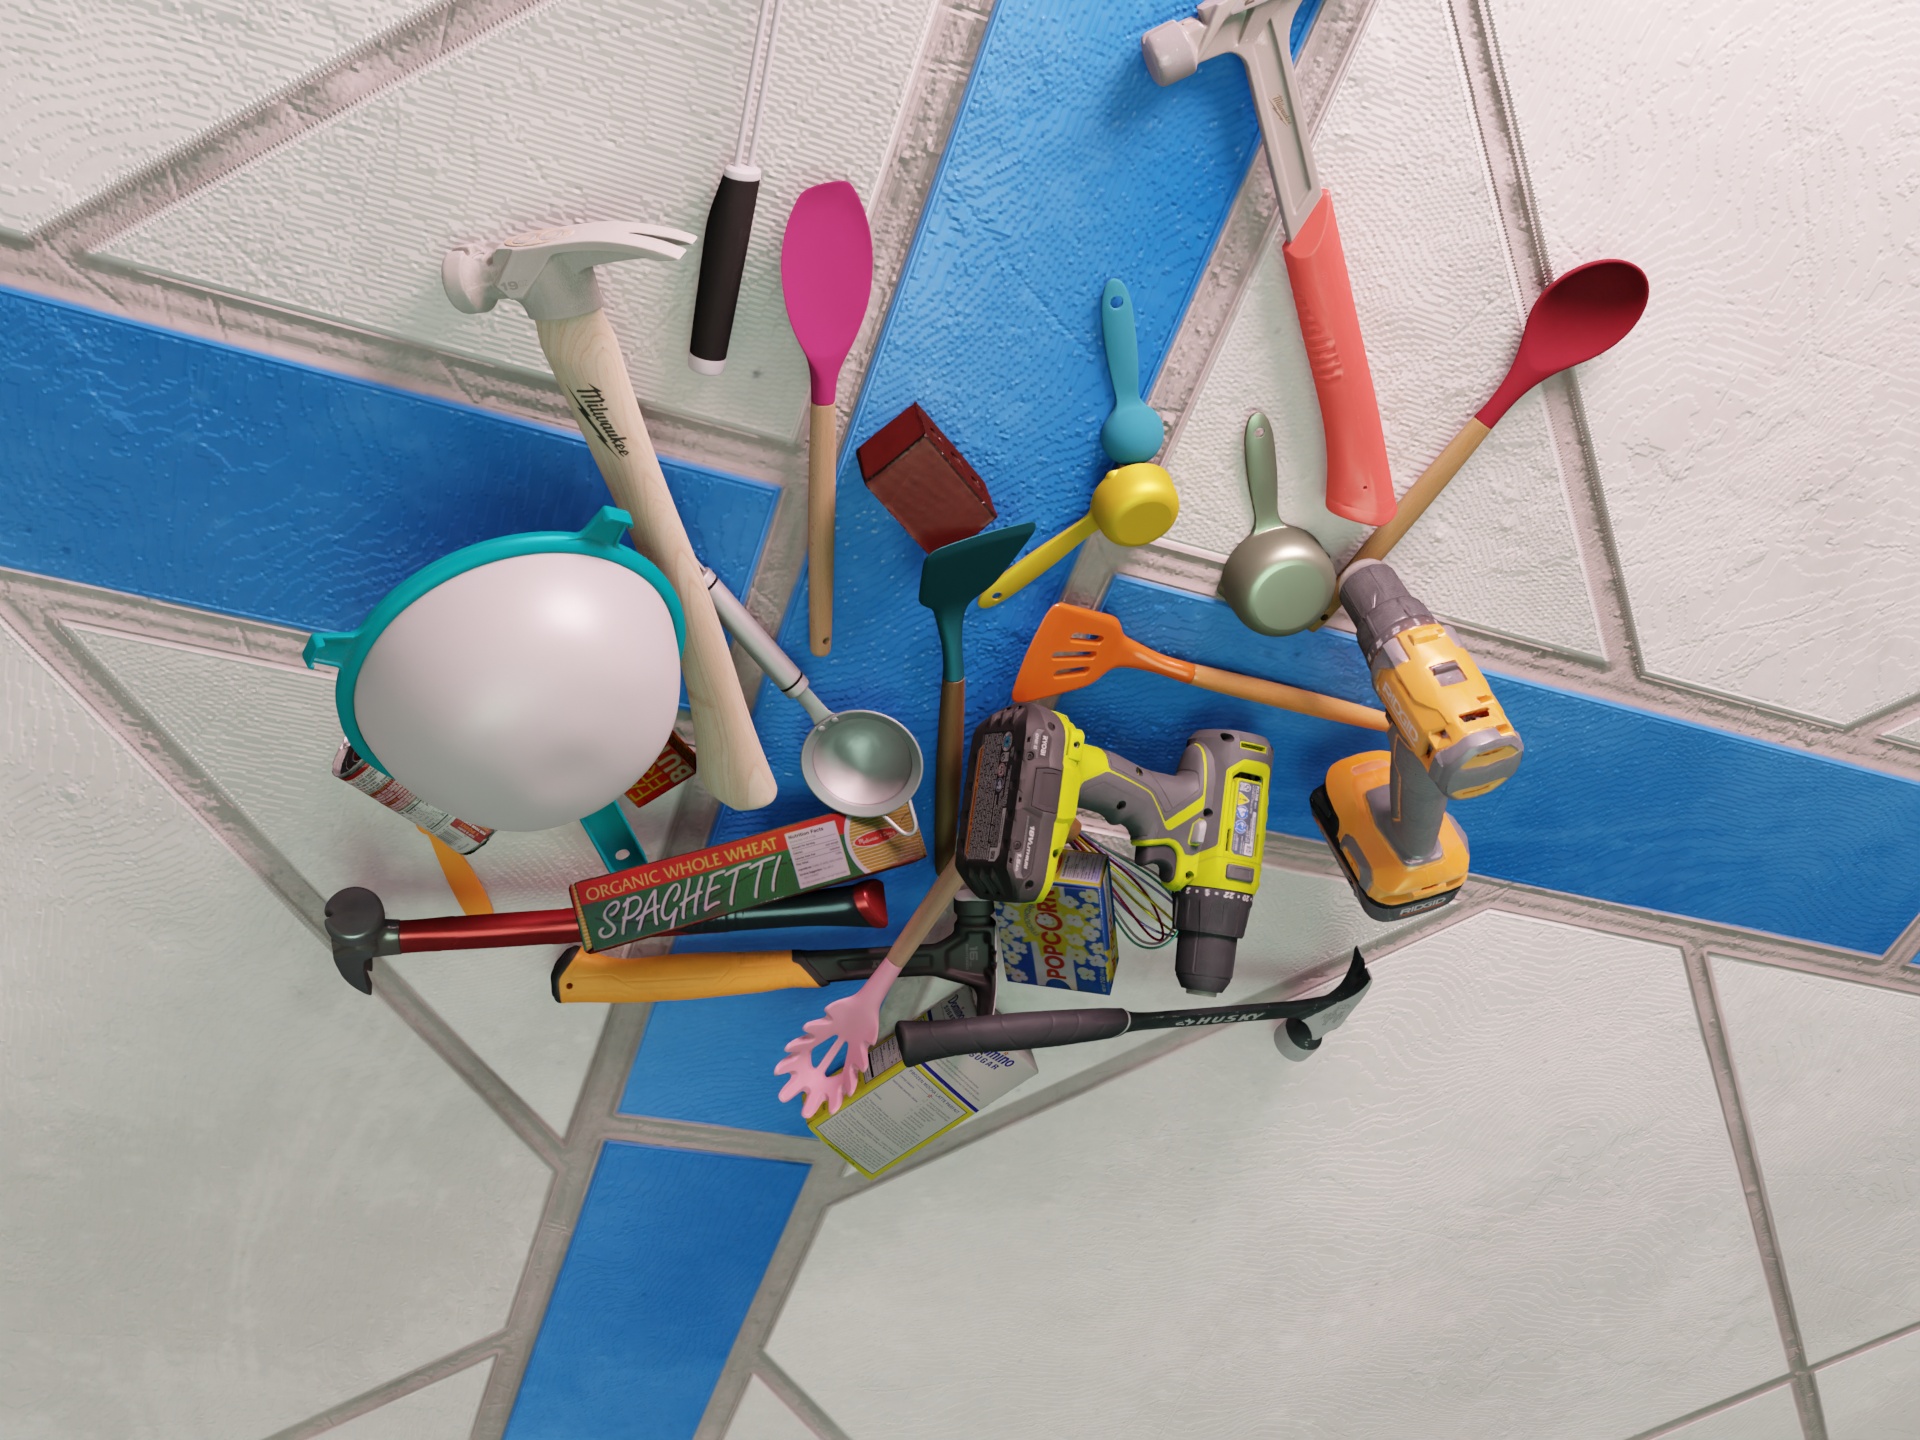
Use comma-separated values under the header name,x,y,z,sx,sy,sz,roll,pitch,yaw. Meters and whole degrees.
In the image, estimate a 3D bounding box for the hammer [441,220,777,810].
name,x,y,z,sx,sy,sz,roll,pitch,yaw
hammer,-0.176,-0.107,0.990,0.146,0.038,0.410,-2,128,17

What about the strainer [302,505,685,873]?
name,x,y,z,sx,sy,sz,roll,pitch,yaw
strainer,-0.241,0.035,0.989,0.211,0.095,0.340,-26,144,-10

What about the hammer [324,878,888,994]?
name,x,y,z,sx,sy,sz,roll,pitch,yaw
hammer,-0.245,0.151,1.150,0.386,0.038,0.143,-2,155,-15

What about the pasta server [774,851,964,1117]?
name,x,y,z,sx,sy,sz,roll,pitch,yaw
pasta server,-0.035,0.157,1.163,0.060,0.040,0.316,35,102,4

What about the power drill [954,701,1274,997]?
name,x,y,z,sx,sy,sz,roll,pitch,yaw
power drill,0.116,0.088,1.117,0.228,0.080,0.190,13,81,-27

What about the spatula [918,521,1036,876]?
name,x,y,z,sx,sy,sz,roll,pitch,yaw
spatula,-0.002,-0.004,1.109,0.082,0.044,0.317,-19,133,-26

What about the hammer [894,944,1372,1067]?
name,x,y,z,sx,sy,sz,roll,pitch,yaw
hammer,0.139,0.233,1.236,0.408,0.036,0.149,0,143,-25

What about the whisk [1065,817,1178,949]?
name,x,y,z,sx,sy,sz,roll,pitch,yaw
whisk,0.095,0.098,1.208,0.051,0.047,0.244,-38,118,16

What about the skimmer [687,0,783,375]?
name,x,y,z,sx,sy,sz,roll,pitch,yaw
skimmer,-0.090,-0.341,0.846,0.127,0.090,0.363,-15,135,-41

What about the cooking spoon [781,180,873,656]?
name,x,y,z,sx,sy,sz,roll,pitch,yaw
cooking spoon,-0.087,-0.176,0.995,0.069,0.017,0.318,-26,135,-36

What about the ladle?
name,x,y,z,sx,sy,sz,roll,pitch,yaw
ladle,0.338,-0.180,1.077,0.069,0.031,0.315,27,116,-23

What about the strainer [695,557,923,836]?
name,x,y,z,sx,sy,sz,roll,pitch,yaw
strainer,-0.107,-0.020,1.087,0.087,0.050,0.258,-30,118,18

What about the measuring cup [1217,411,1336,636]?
name,x,y,z,sx,sy,sz,roll,pitch,yaw
measuring cup,0.214,-0.128,1.078,0.083,0.038,0.167,-16,127,-1

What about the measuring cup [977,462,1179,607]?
name,x,y,z,sx,sy,sz,roll,pitch,yaw
measuring cup,0.078,-0.113,1.062,0.156,0.029,0.062,-35,141,16

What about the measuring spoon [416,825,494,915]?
name,x,y,z,sx,sy,sz,roll,pitch,yaw
measuring spoon,-0.361,0.111,1.140,0.021,0.011,0.116,-16,125,0

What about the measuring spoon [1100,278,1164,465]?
name,x,y,z,sx,sy,sz,roll,pitch,yaw
measuring spoon,0.106,-0.216,1.008,0.042,0.021,0.128,-14,127,-2

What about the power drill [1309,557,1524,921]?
name,x,y,z,sx,sy,sz,roll,pitch,yaw
power drill,0.304,0.014,1.111,0.084,0.186,0.226,-15,143,-9

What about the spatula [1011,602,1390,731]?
name,x,y,z,sx,sy,sz,roll,pitch,yaw
spatula,0.189,-0.023,1.143,0.322,0.041,0.081,12,119,-20

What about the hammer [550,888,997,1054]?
name,x,y,z,sx,sy,sz,roll,pitch,yaw
hammer,-0.139,0.198,1.211,0.337,0.034,0.127,-2,99,-7

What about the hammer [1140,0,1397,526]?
name,x,y,z,sx,sy,sz,roll,pitch,yaw
hammer,0.230,-0.279,0.984,0.149,0.037,0.358,-22,124,4
